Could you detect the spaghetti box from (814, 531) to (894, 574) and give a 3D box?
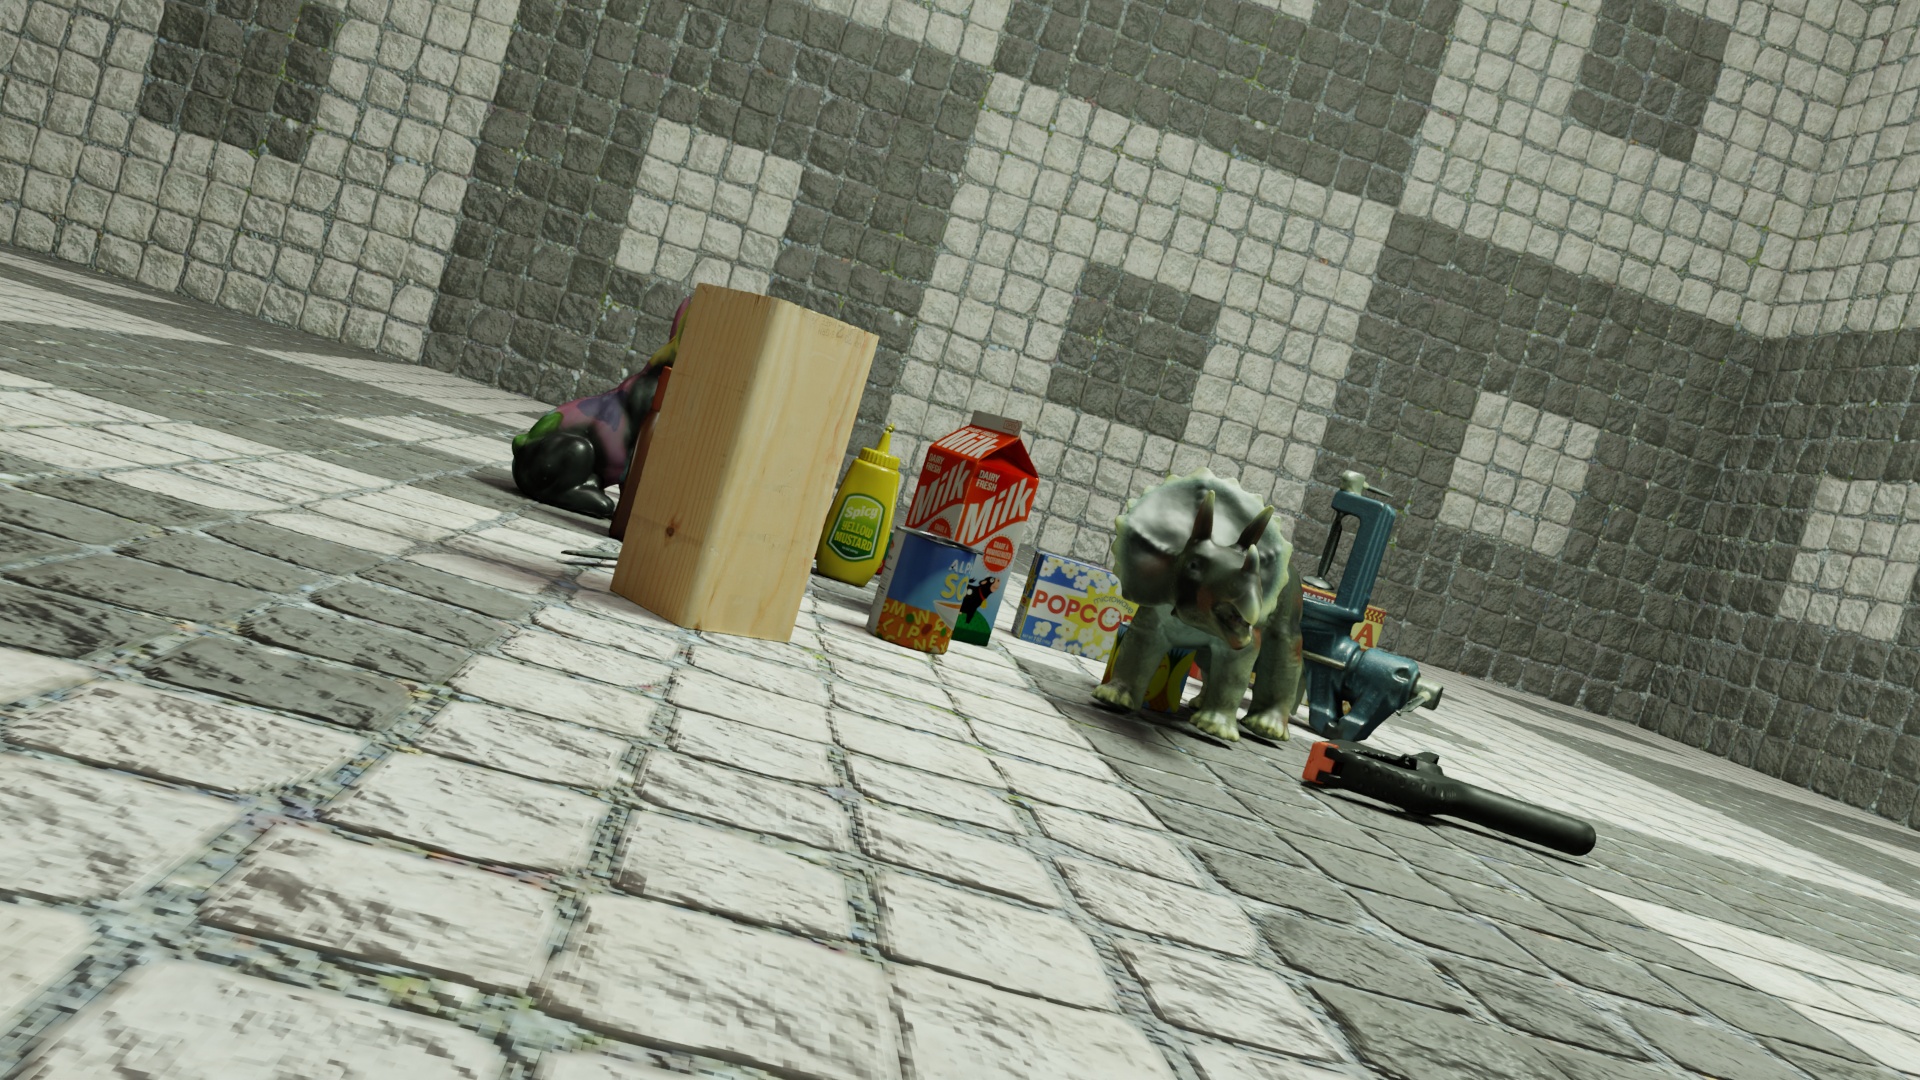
[{"bbox_3d":[-0.181,-0.013,1.447,0.250,0.050,0.029,15,3,-33],"label":"spaghetti box"}]

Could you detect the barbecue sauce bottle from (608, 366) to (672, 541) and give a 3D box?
[{"bbox_3d":[-0.253,-0.070,1.166,0.044,0.148,0.065,17,3,0],"label":"barbecue sauce bottle"}]

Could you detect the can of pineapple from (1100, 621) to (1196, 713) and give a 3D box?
[{"bbox_3d":[0.151,0.102,1.121,0.071,0.058,0.071,17,3,-1],"label":"can of pineapple"}]

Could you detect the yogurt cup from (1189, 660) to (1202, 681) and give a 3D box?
[{"bbox_3d":[0.268,0.122,1.434,0.072,0.054,0.072,17,3,-1],"label":"yogurt cup"}]

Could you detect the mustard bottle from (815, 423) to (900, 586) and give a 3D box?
[{"bbox_3d":[-0.092,-0.038,1.342,0.065,0.160,0.049,17,3,-6],"label":"mustard bottle"}]

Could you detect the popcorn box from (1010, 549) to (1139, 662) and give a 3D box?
[{"bbox_3d":[0.121,0.067,1.326,0.127,0.085,0.038,16,3,-13],"label":"popcorn box"}]

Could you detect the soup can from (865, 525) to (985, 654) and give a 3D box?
[{"bbox_3d":[-0.027,0.038,1.057,0.071,0.083,0.071,17,3,-1],"label":"soup can"}]

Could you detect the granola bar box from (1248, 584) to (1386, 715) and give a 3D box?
[{"bbox_3d":[0.359,0.109,1.500,0.166,0.124,0.039,17,2,5],"label":"granola bar box"}]

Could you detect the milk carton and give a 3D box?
[{"bbox_3d":[0.004,-0.015,1.172,0.073,0.190,0.072,15,3,-39],"label":"milk carton"}]
